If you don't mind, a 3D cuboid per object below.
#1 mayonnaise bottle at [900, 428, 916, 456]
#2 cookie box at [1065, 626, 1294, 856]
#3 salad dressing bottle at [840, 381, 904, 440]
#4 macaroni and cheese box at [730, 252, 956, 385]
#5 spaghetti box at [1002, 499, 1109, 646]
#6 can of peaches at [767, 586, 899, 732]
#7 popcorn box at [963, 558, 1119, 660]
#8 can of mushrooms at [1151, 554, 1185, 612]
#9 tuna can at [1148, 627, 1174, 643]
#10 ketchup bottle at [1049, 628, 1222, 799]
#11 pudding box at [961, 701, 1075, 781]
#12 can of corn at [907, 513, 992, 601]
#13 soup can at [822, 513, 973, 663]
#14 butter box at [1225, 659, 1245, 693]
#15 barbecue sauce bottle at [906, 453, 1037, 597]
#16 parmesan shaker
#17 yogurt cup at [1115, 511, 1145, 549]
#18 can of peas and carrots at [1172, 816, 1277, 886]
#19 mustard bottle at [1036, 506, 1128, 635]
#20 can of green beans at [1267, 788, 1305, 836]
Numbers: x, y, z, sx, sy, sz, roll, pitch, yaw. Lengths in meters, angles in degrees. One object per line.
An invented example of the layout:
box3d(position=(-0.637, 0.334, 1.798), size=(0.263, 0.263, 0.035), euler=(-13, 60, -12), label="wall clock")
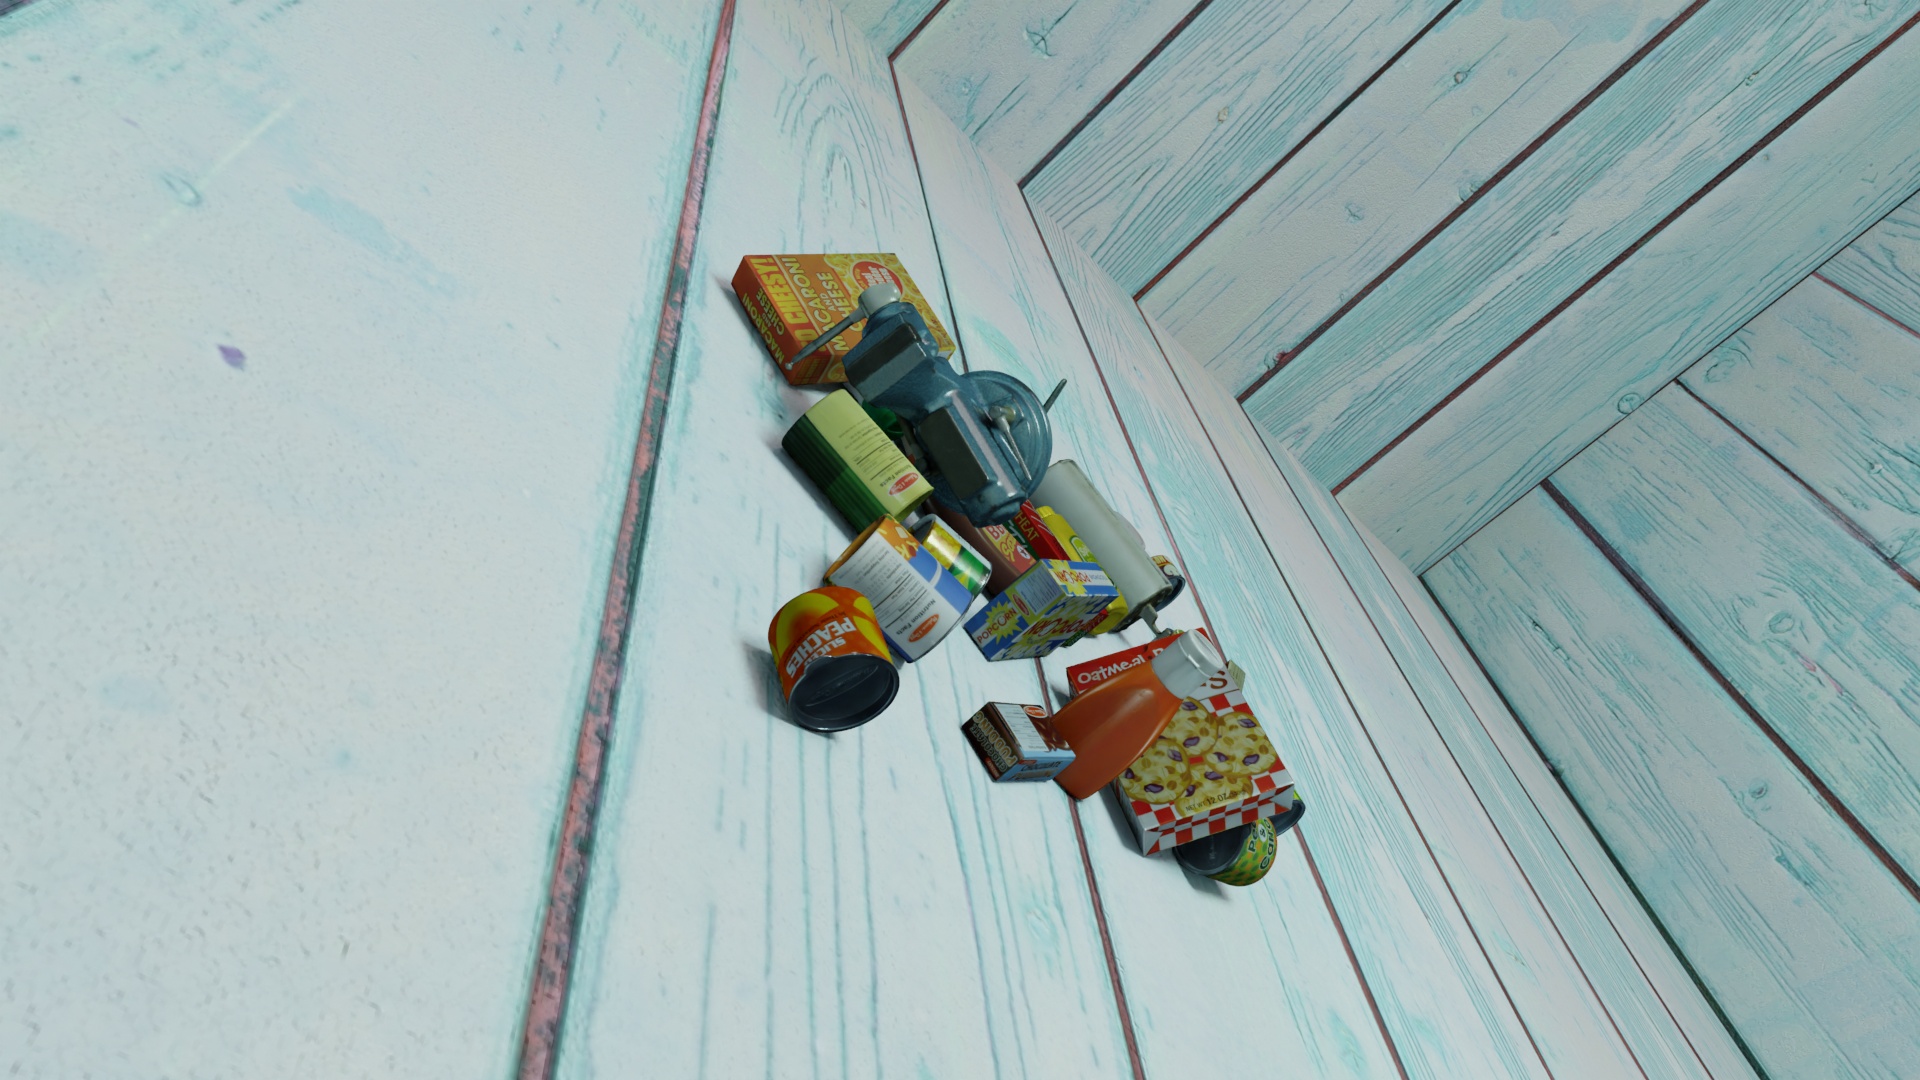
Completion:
box3d(position=(-0.042, -0.122, 1.281), size=(0.041, 0.064, 0.148), euler=(20, 29, -53), label="mayonnaise bottle")
box3d(position=(0.170, 0.154, 1.101), size=(0.040, 0.123, 0.168), euler=(83, -12, -45), label="cookie box")
box3d(position=(-0.092, -0.156, 1.263), size=(0.064, 0.044, 0.148), euler=(3, 49, -54), label="salad dressing bottle")
box3d(position=(-0.102, -0.197, 1.227), size=(0.167, 0.040, 0.124), euler=(-11, 59, -40), label="macaroni and cheese box")
box3d(position=(0.046, -0.015, 1.274), size=(0.251, 0.050, 0.028), euler=(56, 19, 24), label="spaghetti box")
box3d(position=(-0.076, 0.068, 0.810), size=(0.071, 0.071, 0.058), euler=(31, 24, -41), label="can of peaches")
box3d(position=(0.069, 0.056, 1.126), size=(0.038, 0.085, 0.127), euler=(55, 19, 18), label="popcorn box")
box3d(position=(0.201, 0.047, 1.467), size=(0.071, 0.071, 0.033), euler=(20, 32, -55), label="can of mushrooms")
box3d(position=(0.219, 0.126, 1.403), size=(0.071, 0.032, 0.071), euler=(42, 19, -18), label="tuna can")
box3d(position=(0.124, 0.123, 1.015), size=(0.065, 0.148, 0.043), euler=(49, 19, 4), label="ketchup bottle")
box3d(position=(0.042, 0.143, 0.981), size=(0.050, 0.030, 0.084), euler=(55, 20, 25), label="pudding box")
box3d(position=(-0.021, 0.025, 1.026), size=(0.058, 0.071, 0.071), euler=(42, 19, -16), label="can of corn")
box3d(position=(-0.043, 0.032, 0.958), size=(0.083, 0.071, 0.071), euler=(45, 18, -9), label="soup can")
box3d(position=(0.258, 0.157, 1.398), size=(0.024, 0.053, 0.104), euler=(46, 18, 2), label="butter box")
box3d(position=(0.004, -0.015, 1.192), size=(0.148, 0.043, 0.065), euler=(48, 19, 2), label="barbecue sauce bottle")
box3d(position=(-0.077, -0.057, 1.056), size=(0.103, 0.071, 0.071), euler=(49, 18, 4), label="parmesan shaker")
box3d(position=(0.160, 0.005, 1.482), size=(0.072, 0.054, 0.073), euler=(41, 19, -17), label="yogurt cup")
box3d(position=(0.212, 0.237, 1.104), size=(0.058, 0.071, 0.071), euler=(30, 26, -45), label="can of peas and carrots")
box3d(position=(0.096, 0.016, 1.325), size=(0.160, 0.048, 0.065), euler=(55, 18, 21), label="mustard bottle")
box3d(position=(0.266, 0.230, 1.246), size=(0.071, 0.071, 0.058), euler=(28, 26, -46), label="can of green beans")
